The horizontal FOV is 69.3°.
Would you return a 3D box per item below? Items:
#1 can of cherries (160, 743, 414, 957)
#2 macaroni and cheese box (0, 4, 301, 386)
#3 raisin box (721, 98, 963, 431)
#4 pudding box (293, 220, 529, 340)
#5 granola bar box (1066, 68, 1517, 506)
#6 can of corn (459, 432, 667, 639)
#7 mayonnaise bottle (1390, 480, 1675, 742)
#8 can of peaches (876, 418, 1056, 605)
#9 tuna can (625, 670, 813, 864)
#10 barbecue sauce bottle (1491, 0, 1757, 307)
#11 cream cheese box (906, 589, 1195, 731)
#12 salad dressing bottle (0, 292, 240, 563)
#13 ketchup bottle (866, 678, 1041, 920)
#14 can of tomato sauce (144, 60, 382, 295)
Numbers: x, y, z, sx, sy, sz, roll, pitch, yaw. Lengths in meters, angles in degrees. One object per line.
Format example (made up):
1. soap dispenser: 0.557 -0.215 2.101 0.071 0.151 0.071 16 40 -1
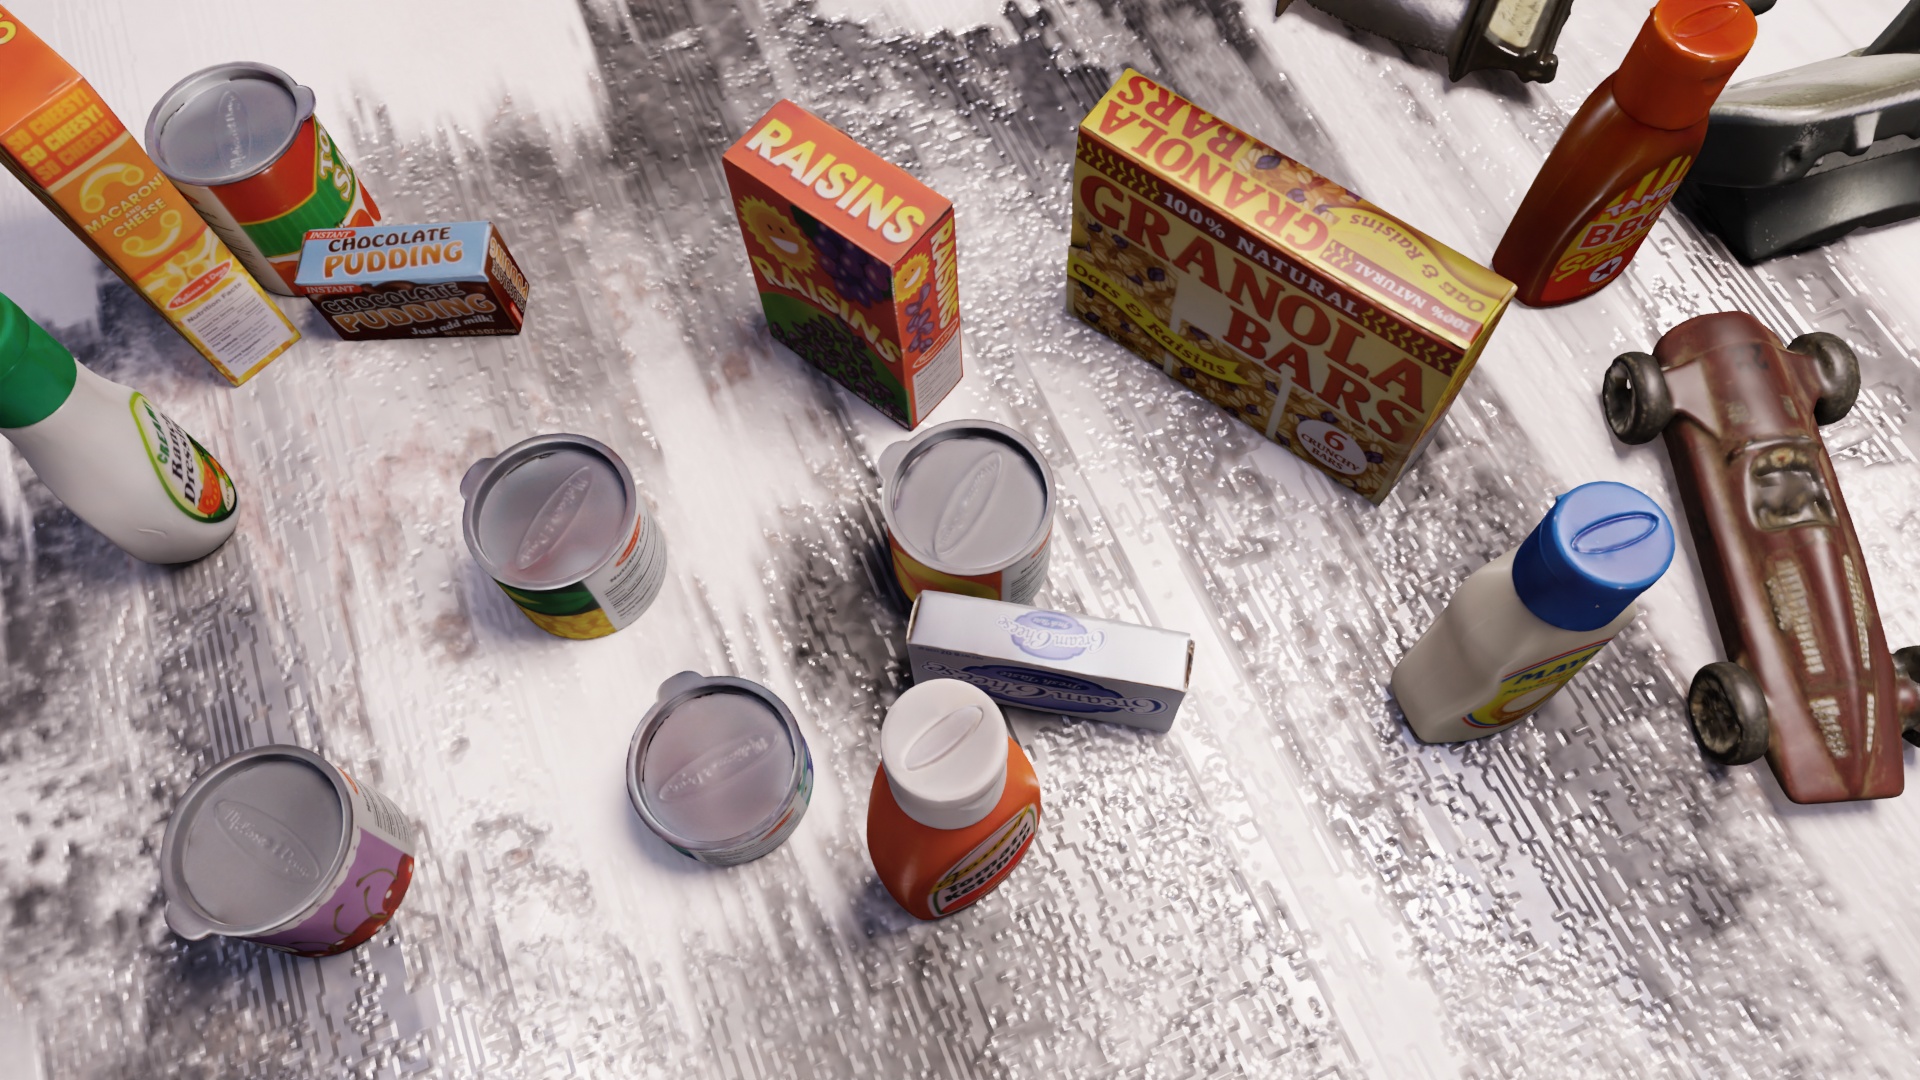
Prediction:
1. can of cherries: -0.243 0.115 0.502 0.071 0.058 0.072 -1 65 2
2. macaroni and cheese box: -0.359 -0.150 0.569 0.124 0.165 0.040 38 73 17
3. raisin box: -0.043 -0.108 0.562 0.086 0.123 0.040 36 72 17
4. pudding box: -0.240 -0.114 0.612 0.084 0.049 0.030 -2 66 1
5. granola bar box: 0.119 -0.096 0.550 0.166 0.123 0.039 35 72 16
6. can of corn: -0.157 -0.001 0.553 0.071 0.058 0.071 -1 65 2
7. mayonnaise bottle: 0.196 0.028 0.478 0.065 0.147 0.041 -18 66 -6
8. can of peaches: 0.002 -0.007 0.550 0.071 0.058 0.071 -1 65 2
9. tuna can: -0.091 0.085 0.525 0.071 0.032 0.071 -1 65 2
10. barbecue sauce bottle: 0.267 -0.155 0.559 0.065 0.148 0.044 -24 67 -8
11. cream cheese box: 0.034 0.046 0.527 0.104 0.053 0.024 9 66 6
12. salad dressing bottle: -0.332 -0.040 0.528 0.044 0.147 0.064 -22 67 -8
13. ketchup bottle: -0.003 0.085 0.458 0.065 0.148 0.043 -38 70 -14
14. can of tomato sauce: -0.304 -0.159 0.617 0.071 0.082 0.071 -1 66 2
